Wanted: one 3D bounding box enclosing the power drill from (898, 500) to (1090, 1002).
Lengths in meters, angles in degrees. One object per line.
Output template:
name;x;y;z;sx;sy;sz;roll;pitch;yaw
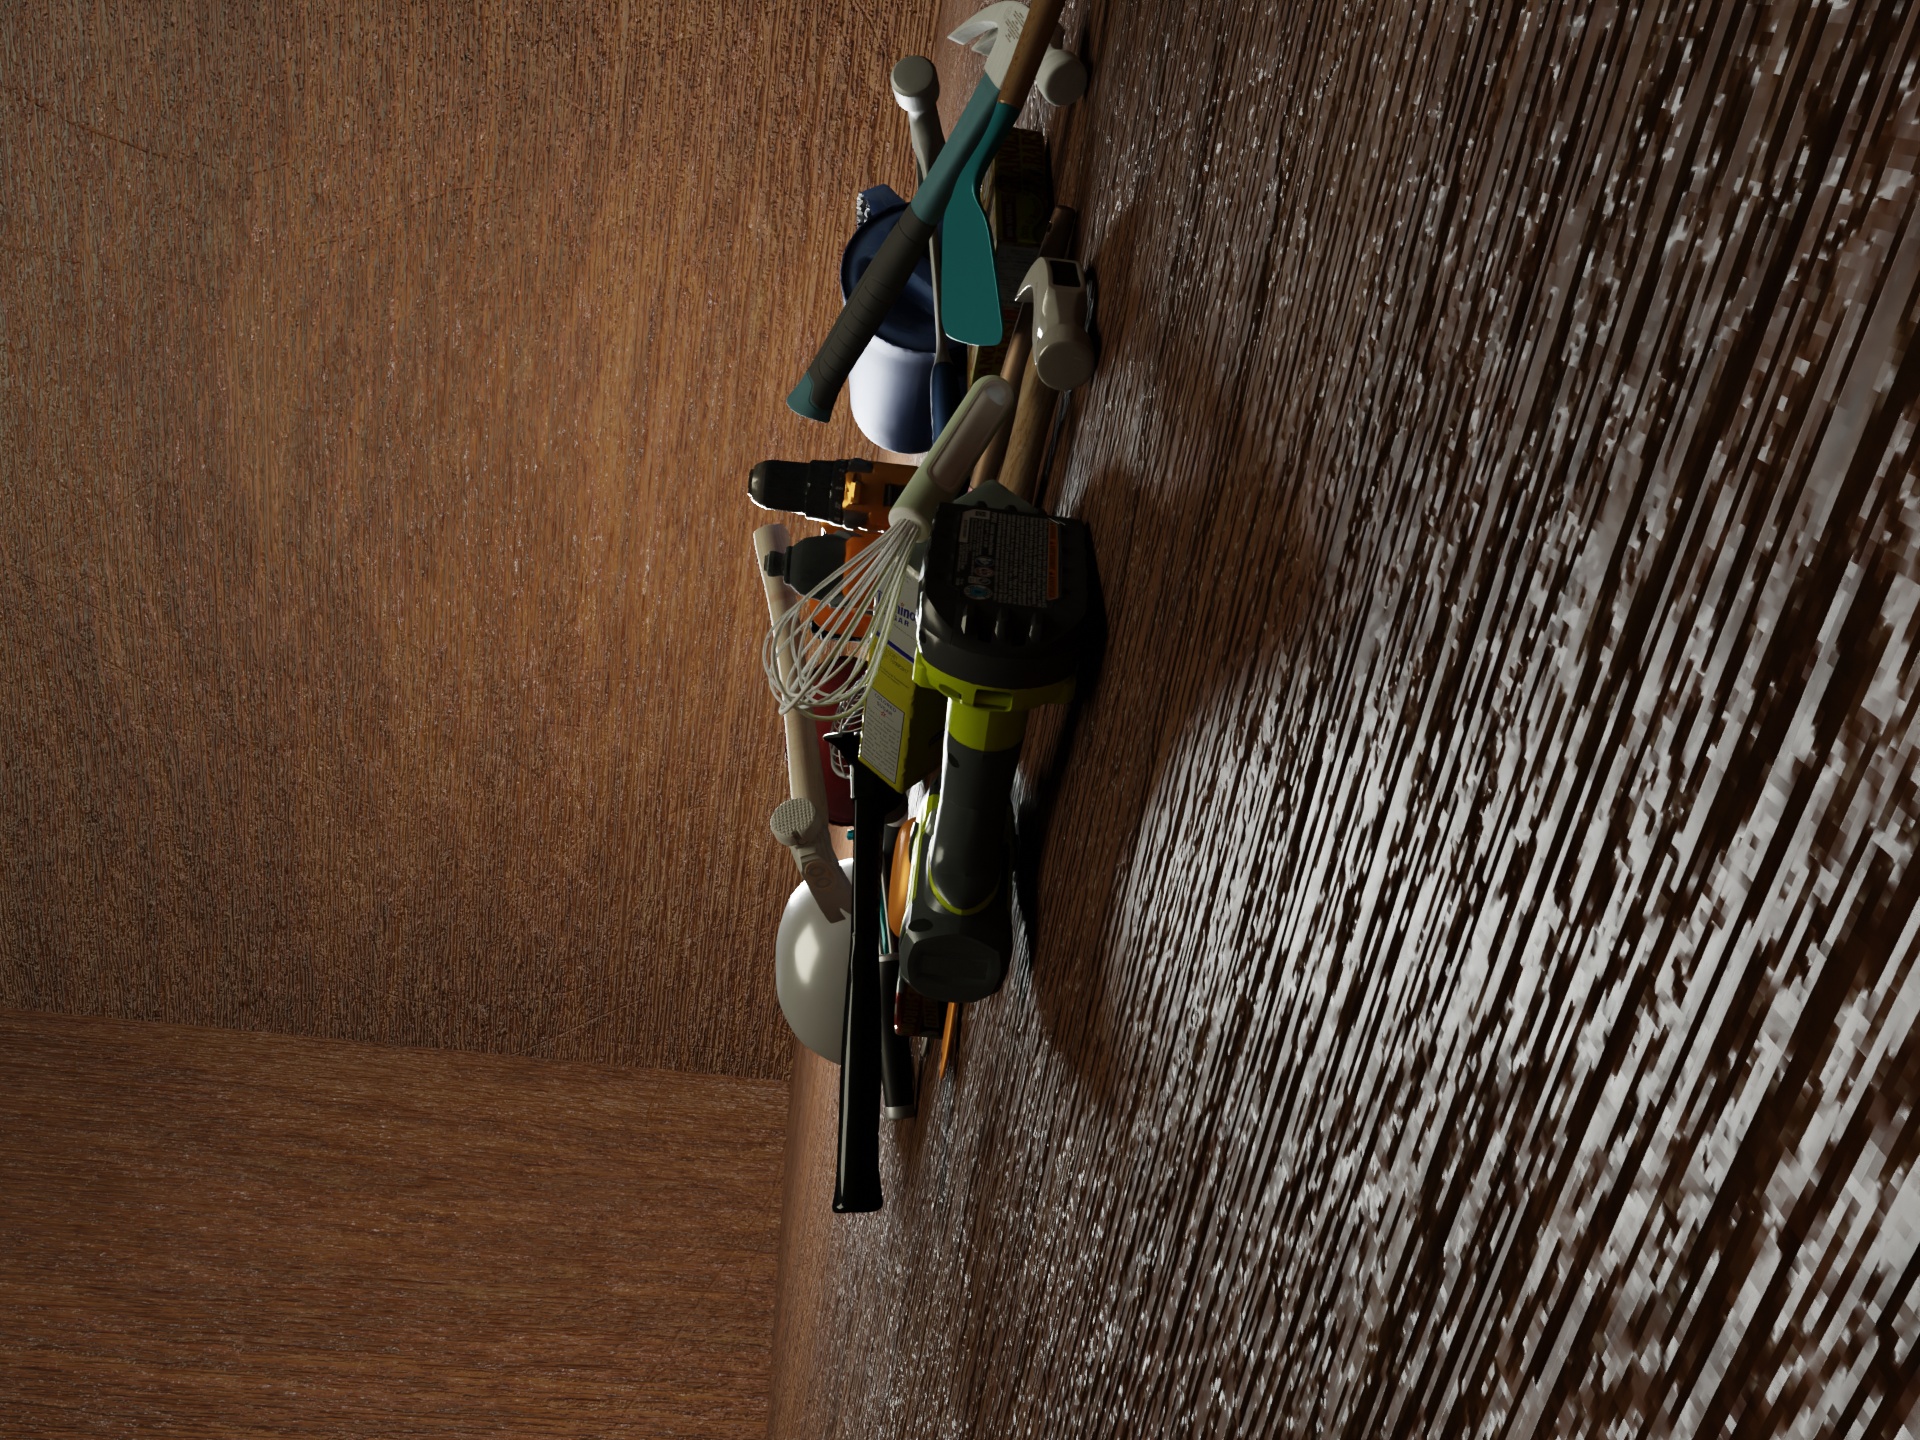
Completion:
power drill;0.010;0.008;0.818;0.171;0.080;0.223;-85;2;-56

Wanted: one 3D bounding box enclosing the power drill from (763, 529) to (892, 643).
power drill;-0.083;-0.115;1.361;0.226;0.164;0.084;148;127;-84

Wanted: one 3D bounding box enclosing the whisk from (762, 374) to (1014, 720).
whisk;-0.030;-0.095;0.817;0.059;0.057;0.246;-36;21;56

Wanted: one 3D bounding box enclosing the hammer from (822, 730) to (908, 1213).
hammer;-0.066;0.162;1.072;0.146;0.035;0.335;73;-165;-60

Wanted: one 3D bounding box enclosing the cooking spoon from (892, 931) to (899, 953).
cooking spoon;-0.055;0.166;1.421;0.318;0.017;0.069;108;155;-53

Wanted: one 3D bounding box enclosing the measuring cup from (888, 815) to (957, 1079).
measuring cup;-0.024;0.146;1.046;0.095;0.052;0.174;114;163;-69

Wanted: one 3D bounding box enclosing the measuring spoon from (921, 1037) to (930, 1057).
measuring spoon;-0.025;0.188;1.163;0.034;0.018;0.124;-114;30;-77

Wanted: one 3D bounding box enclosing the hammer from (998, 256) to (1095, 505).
hammer;0.030;-0.129;0.967;0.331;0.031;0.130;104;170;-46

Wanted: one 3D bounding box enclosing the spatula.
spatula;0.046;-0.381;0.936;0.082;0.044;0.317;33;103;60

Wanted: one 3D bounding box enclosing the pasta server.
pasta server;0.014;-0.174;1.018;0.060;0.040;0.316;-121;41;-49

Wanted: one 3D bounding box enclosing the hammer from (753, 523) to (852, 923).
hammer;-0.141;-0.019;1.390;0.146;0.038;0.411;69;-173;-48

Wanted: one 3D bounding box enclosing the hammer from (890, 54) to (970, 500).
hammer;-0.011;-0.265;1.162;0.144;0.035;0.406;60;-155;-77

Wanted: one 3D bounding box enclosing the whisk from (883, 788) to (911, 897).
whisk;-0.057;0.057;1.426;0.070;0.070;0.284;-93;8;-56

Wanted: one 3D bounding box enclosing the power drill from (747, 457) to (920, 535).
power drill;-0.089;-0.194;1.409;0.226;0.185;0.084;-130;45;-85

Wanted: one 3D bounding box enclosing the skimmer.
skimmer;-0.043;0.125;1.257;0.127;0.090;0.363;-15;76;40

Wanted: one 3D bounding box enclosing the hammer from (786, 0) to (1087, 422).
hammer;-0.032;-0.332;1.081;0.331;0.033;0.128;-52;43;34

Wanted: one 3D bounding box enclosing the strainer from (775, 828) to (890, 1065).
strainer;-0.108;0.243;1.383;0.341;0.095;0.211;-118;28;-69
